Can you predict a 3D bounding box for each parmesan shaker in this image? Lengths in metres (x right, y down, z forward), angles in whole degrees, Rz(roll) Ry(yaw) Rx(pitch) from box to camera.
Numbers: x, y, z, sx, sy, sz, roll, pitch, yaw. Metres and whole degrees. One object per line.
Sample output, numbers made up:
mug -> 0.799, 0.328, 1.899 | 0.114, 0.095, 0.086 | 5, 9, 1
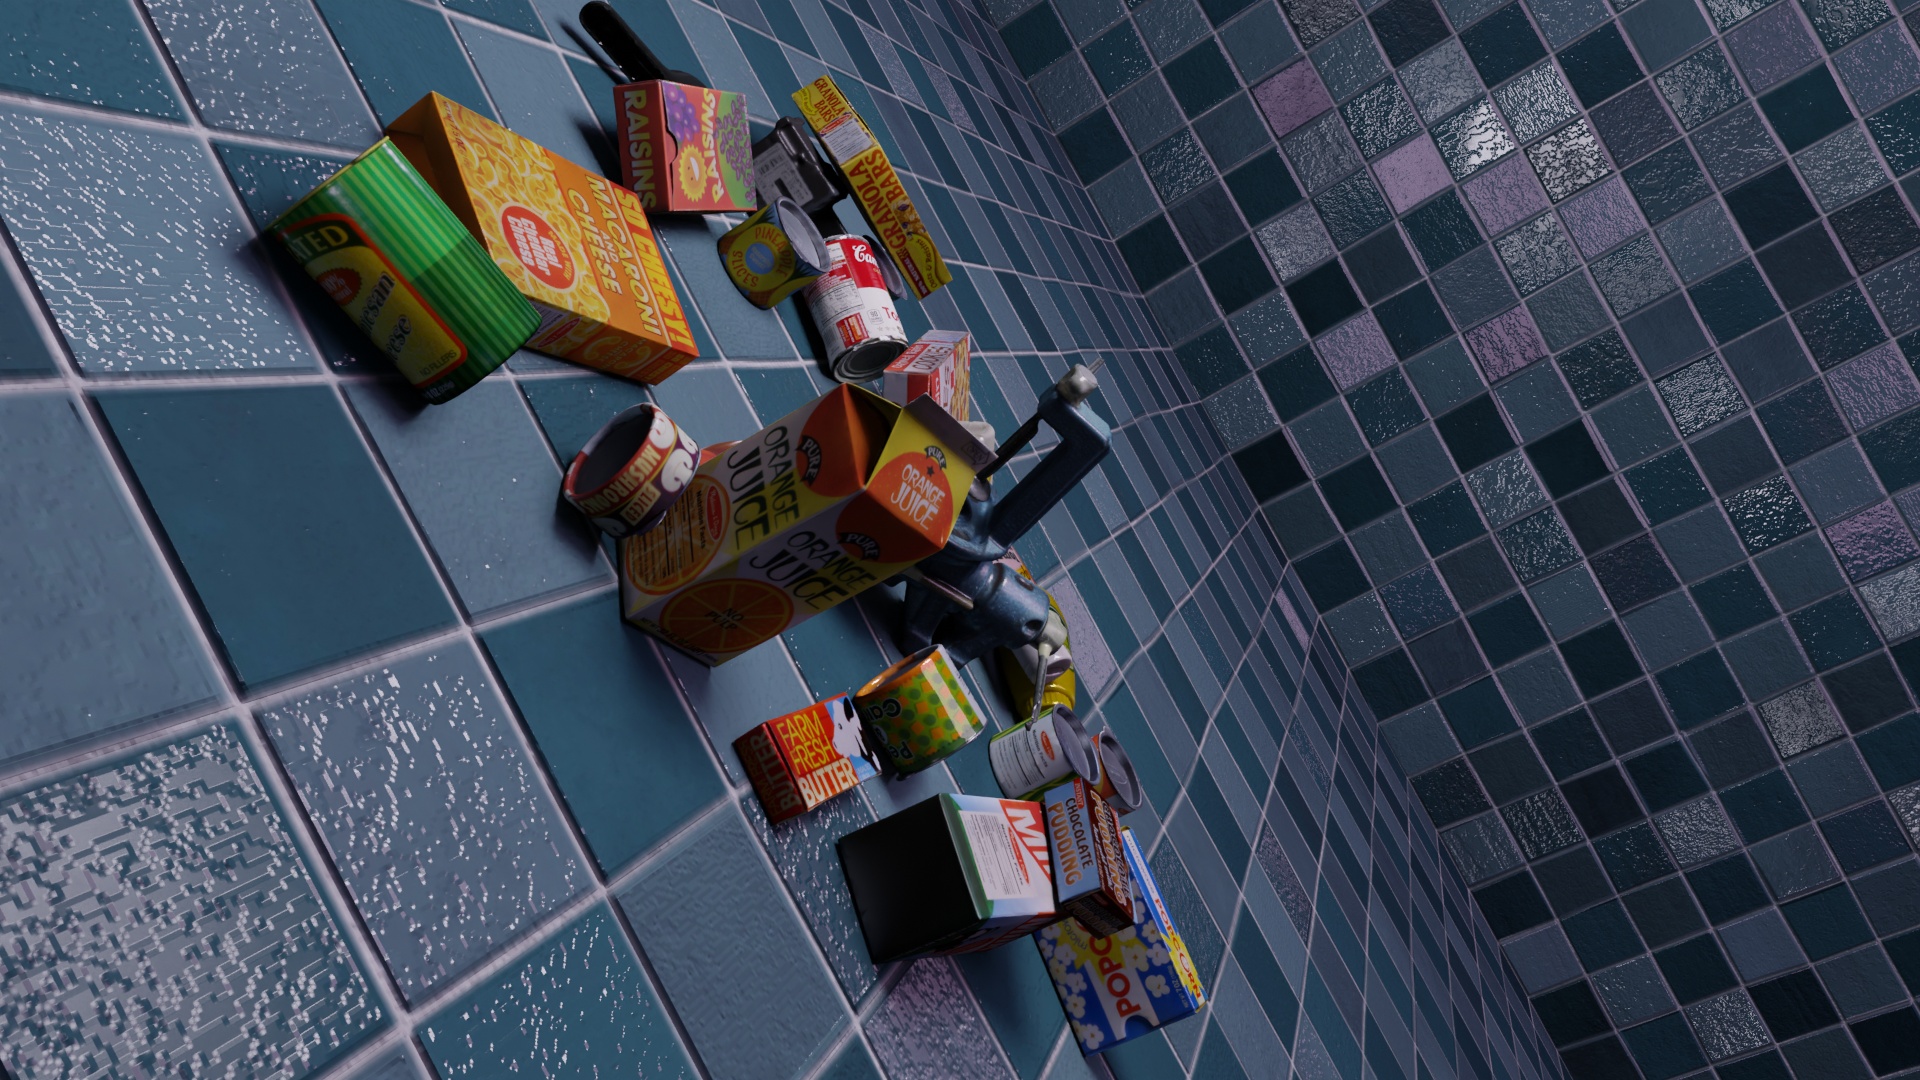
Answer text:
parmesan shaker -> -0.246, -0.120, 0.624 | 0.103, 0.071, 0.072 | 53, 21, -24

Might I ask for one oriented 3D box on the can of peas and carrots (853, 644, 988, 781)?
can of peas and carrots -> -0.027, 0.107, 0.873 | 0.058, 0.071, 0.071 | 59, 19, -4

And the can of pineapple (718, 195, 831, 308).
can of pineapple -> -0.141, -0.216, 1.048 | 0.071, 0.057, 0.071 | 50, 22, -28

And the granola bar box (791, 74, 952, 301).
granola bar box -> -0.074, -0.302, 1.194 | 0.125, 0.039, 0.165 | 59, 2, 39

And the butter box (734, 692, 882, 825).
butter box -> -0.082, 0.120, 0.773 | 0.053, 0.024, 0.103 | 64, 19, 7

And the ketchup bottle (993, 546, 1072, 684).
ketchup bottle -> 0.036, 0.046, 1.103 | 0.065, 0.043, 0.149 | 1, 48, -46

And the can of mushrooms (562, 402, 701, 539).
can of mushrooms -> -0.168, -0.035, 0.708 | 0.033, 0.071, 0.071 | 47, 23, -34

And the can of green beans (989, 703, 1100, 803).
can of green beans -> 0.063, 0.163, 1.030 | 0.071, 0.057, 0.071 | 50, 21, -28

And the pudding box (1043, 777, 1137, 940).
pudding box -> 0.079, 0.193, 0.846 | 0.049, 0.030, 0.084 | 50, 23, -37

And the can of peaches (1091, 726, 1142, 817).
can of peaches -> 0.101, 0.190, 1.091 | 0.071, 0.058, 0.071 | 50, 22, -28

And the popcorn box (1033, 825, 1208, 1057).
popcorn box -> 0.099, 0.267, 0.934 | 0.038, 0.085, 0.127 | 15, 49, -66

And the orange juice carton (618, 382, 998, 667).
orange juice carton -> -0.079, -0.014, 0.714 | 0.071, 0.192, 0.073 | 40, 28, -49

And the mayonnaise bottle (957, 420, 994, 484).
mayonnaise bottle -> 0.004, -0.013, 1.050 | 0.065, 0.041, 0.147 | -69, 160, -73

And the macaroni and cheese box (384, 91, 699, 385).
macaroni and cheese box -> -0.228, -0.162, 0.776 | 0.166, 0.040, 0.124 | 14, 50, -64

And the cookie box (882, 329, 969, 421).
cookie box -> -0.025, -0.091, 1.104 | 0.168, 0.040, 0.122 | -60, 153, -69

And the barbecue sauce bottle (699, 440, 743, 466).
barbecue sauce bottle -> -0.134, -0.031, 0.828 | 0.148, 0.043, 0.065 | 9, 54, -66

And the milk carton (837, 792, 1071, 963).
milk carton -> 0.014, 0.201, 0.830 | 0.190, 0.072, 0.073 | 23, 42, -60

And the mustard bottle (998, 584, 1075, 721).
mustard bottle -> 0.065, 0.107, 1.128 | 0.065, 0.048, 0.161 | 39, 28, -37

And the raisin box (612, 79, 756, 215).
raisin box -> -0.190, -0.271, 0.971 | 0.124, 0.040, 0.086 | -33, 122, -67

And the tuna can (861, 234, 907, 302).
tuna can -> -0.082, -0.241, 1.271 | 0.071, 0.033, 0.071 | 50, 21, -28
